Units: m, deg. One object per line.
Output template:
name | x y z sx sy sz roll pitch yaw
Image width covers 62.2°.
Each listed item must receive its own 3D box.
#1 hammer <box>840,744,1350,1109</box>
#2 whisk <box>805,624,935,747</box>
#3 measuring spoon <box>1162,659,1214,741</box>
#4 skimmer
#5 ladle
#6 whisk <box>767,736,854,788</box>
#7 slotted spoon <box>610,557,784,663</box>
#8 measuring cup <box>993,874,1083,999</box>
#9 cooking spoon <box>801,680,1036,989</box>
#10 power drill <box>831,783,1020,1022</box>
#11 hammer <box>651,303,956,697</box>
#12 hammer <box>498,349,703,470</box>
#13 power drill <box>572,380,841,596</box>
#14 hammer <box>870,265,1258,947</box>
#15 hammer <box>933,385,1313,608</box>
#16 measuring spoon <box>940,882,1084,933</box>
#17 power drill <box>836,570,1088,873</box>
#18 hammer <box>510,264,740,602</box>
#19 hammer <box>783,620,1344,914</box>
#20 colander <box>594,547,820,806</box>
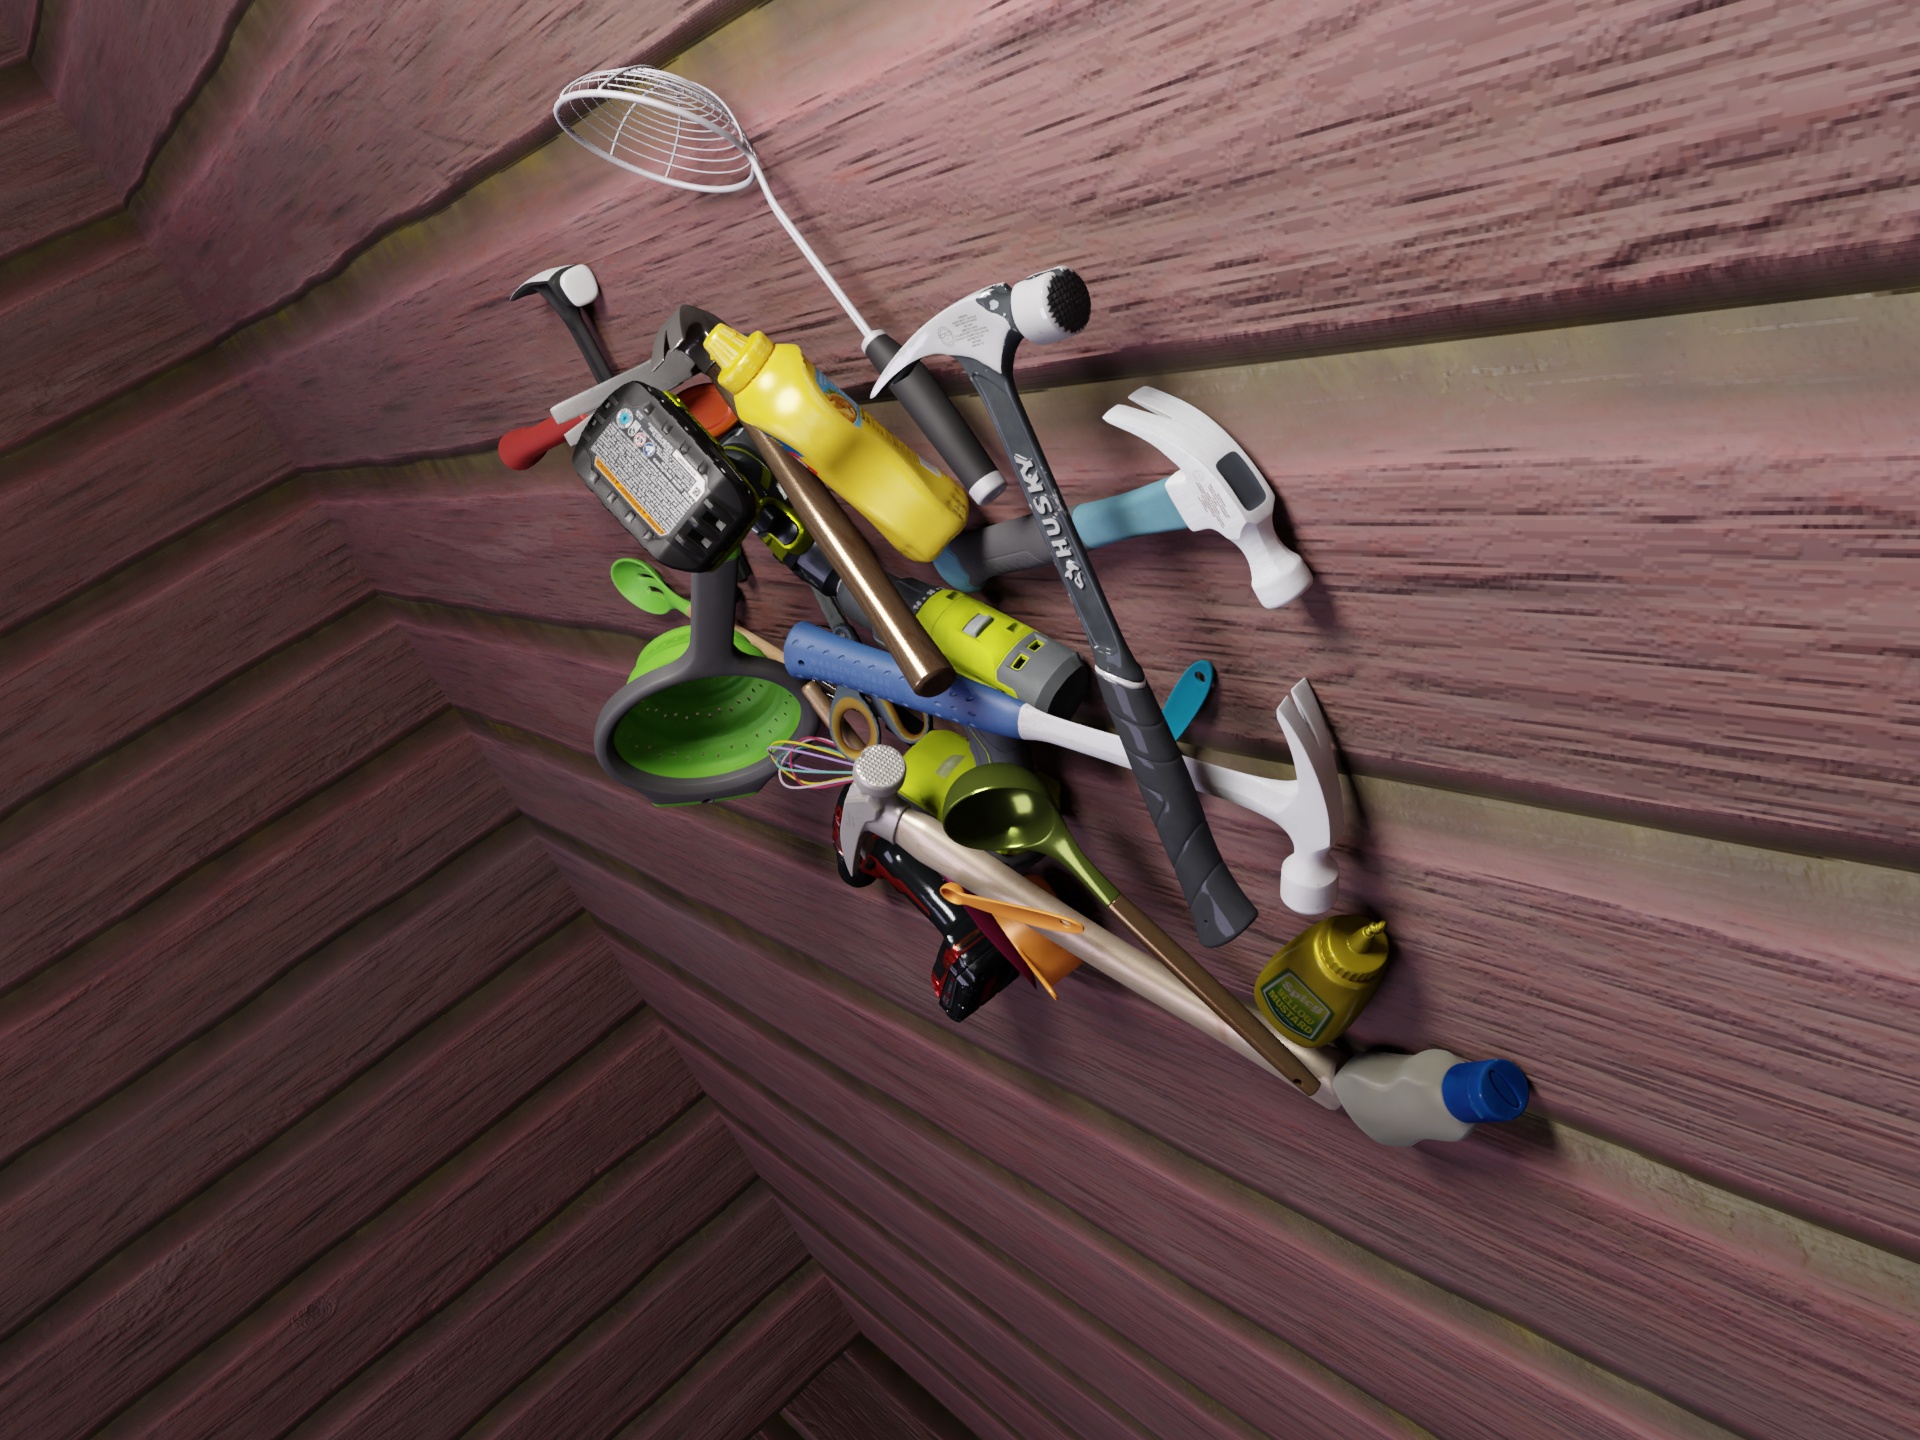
hammer | 0.091 0.164 1.153 0.411 0.038 0.146 30 147 12
whisk | -0.051 -0.004 1.314 0.239 0.055 0.055 37 152 22
measuring spoon | 0.139 -0.002 1.002 0.042 0.021 0.128 46 147 17
skimmer | -0.111 -0.260 0.975 0.363 0.090 0.127 53 -178 8
ladle | 0.117 0.146 1.067 0.320 0.062 0.078 43 132 1
whisk | -0.081 0.045 1.394 0.245 0.051 0.047 6 105 42
slotted spoon | -0.247 -0.098 1.562 0.314 0.031 0.070 28 147 41
measuring cup | 0.073 0.175 1.256 0.095 0.052 0.174 54 178 -13
cooking spoon | -0.031 0.096 1.326 0.319 0.017 0.069 53 -179 -4
power drill | -0.042 0.170 1.498 0.227 0.080 0.187 48 156 17
hammer | -0.102 -0.150 1.041 0.331 0.031 0.130 56 -157 21
hammer | -0.321 -0.244 1.308 0.359 0.149 0.036 -2 120 58
power drill | -0.154 -0.153 1.130 0.171 0.080 0.223 47 -165 18
hammer | 0.077 -0.043 0.889 0.149 0.036 0.408 -3 119 47
hammer | 0.070 -0.112 0.945 0.128 0.033 0.331 58 156 -14
measuring spoon | 0.037 0.131 1.125 0.117 0.011 0.021 11 143 30
power drill | -0.002 -0.004 1.153 0.191 0.080 0.228 29 147 24
hammer | -0.289 -0.244 1.424 0.127 0.034 0.336 15 136 54
hammer | 0.050 -0.002 1.003 0.406 0.035 0.144 18 131 32
colander | -0.224 -0.069 1.392 0.396 0.204 0.095 105 154 -54
